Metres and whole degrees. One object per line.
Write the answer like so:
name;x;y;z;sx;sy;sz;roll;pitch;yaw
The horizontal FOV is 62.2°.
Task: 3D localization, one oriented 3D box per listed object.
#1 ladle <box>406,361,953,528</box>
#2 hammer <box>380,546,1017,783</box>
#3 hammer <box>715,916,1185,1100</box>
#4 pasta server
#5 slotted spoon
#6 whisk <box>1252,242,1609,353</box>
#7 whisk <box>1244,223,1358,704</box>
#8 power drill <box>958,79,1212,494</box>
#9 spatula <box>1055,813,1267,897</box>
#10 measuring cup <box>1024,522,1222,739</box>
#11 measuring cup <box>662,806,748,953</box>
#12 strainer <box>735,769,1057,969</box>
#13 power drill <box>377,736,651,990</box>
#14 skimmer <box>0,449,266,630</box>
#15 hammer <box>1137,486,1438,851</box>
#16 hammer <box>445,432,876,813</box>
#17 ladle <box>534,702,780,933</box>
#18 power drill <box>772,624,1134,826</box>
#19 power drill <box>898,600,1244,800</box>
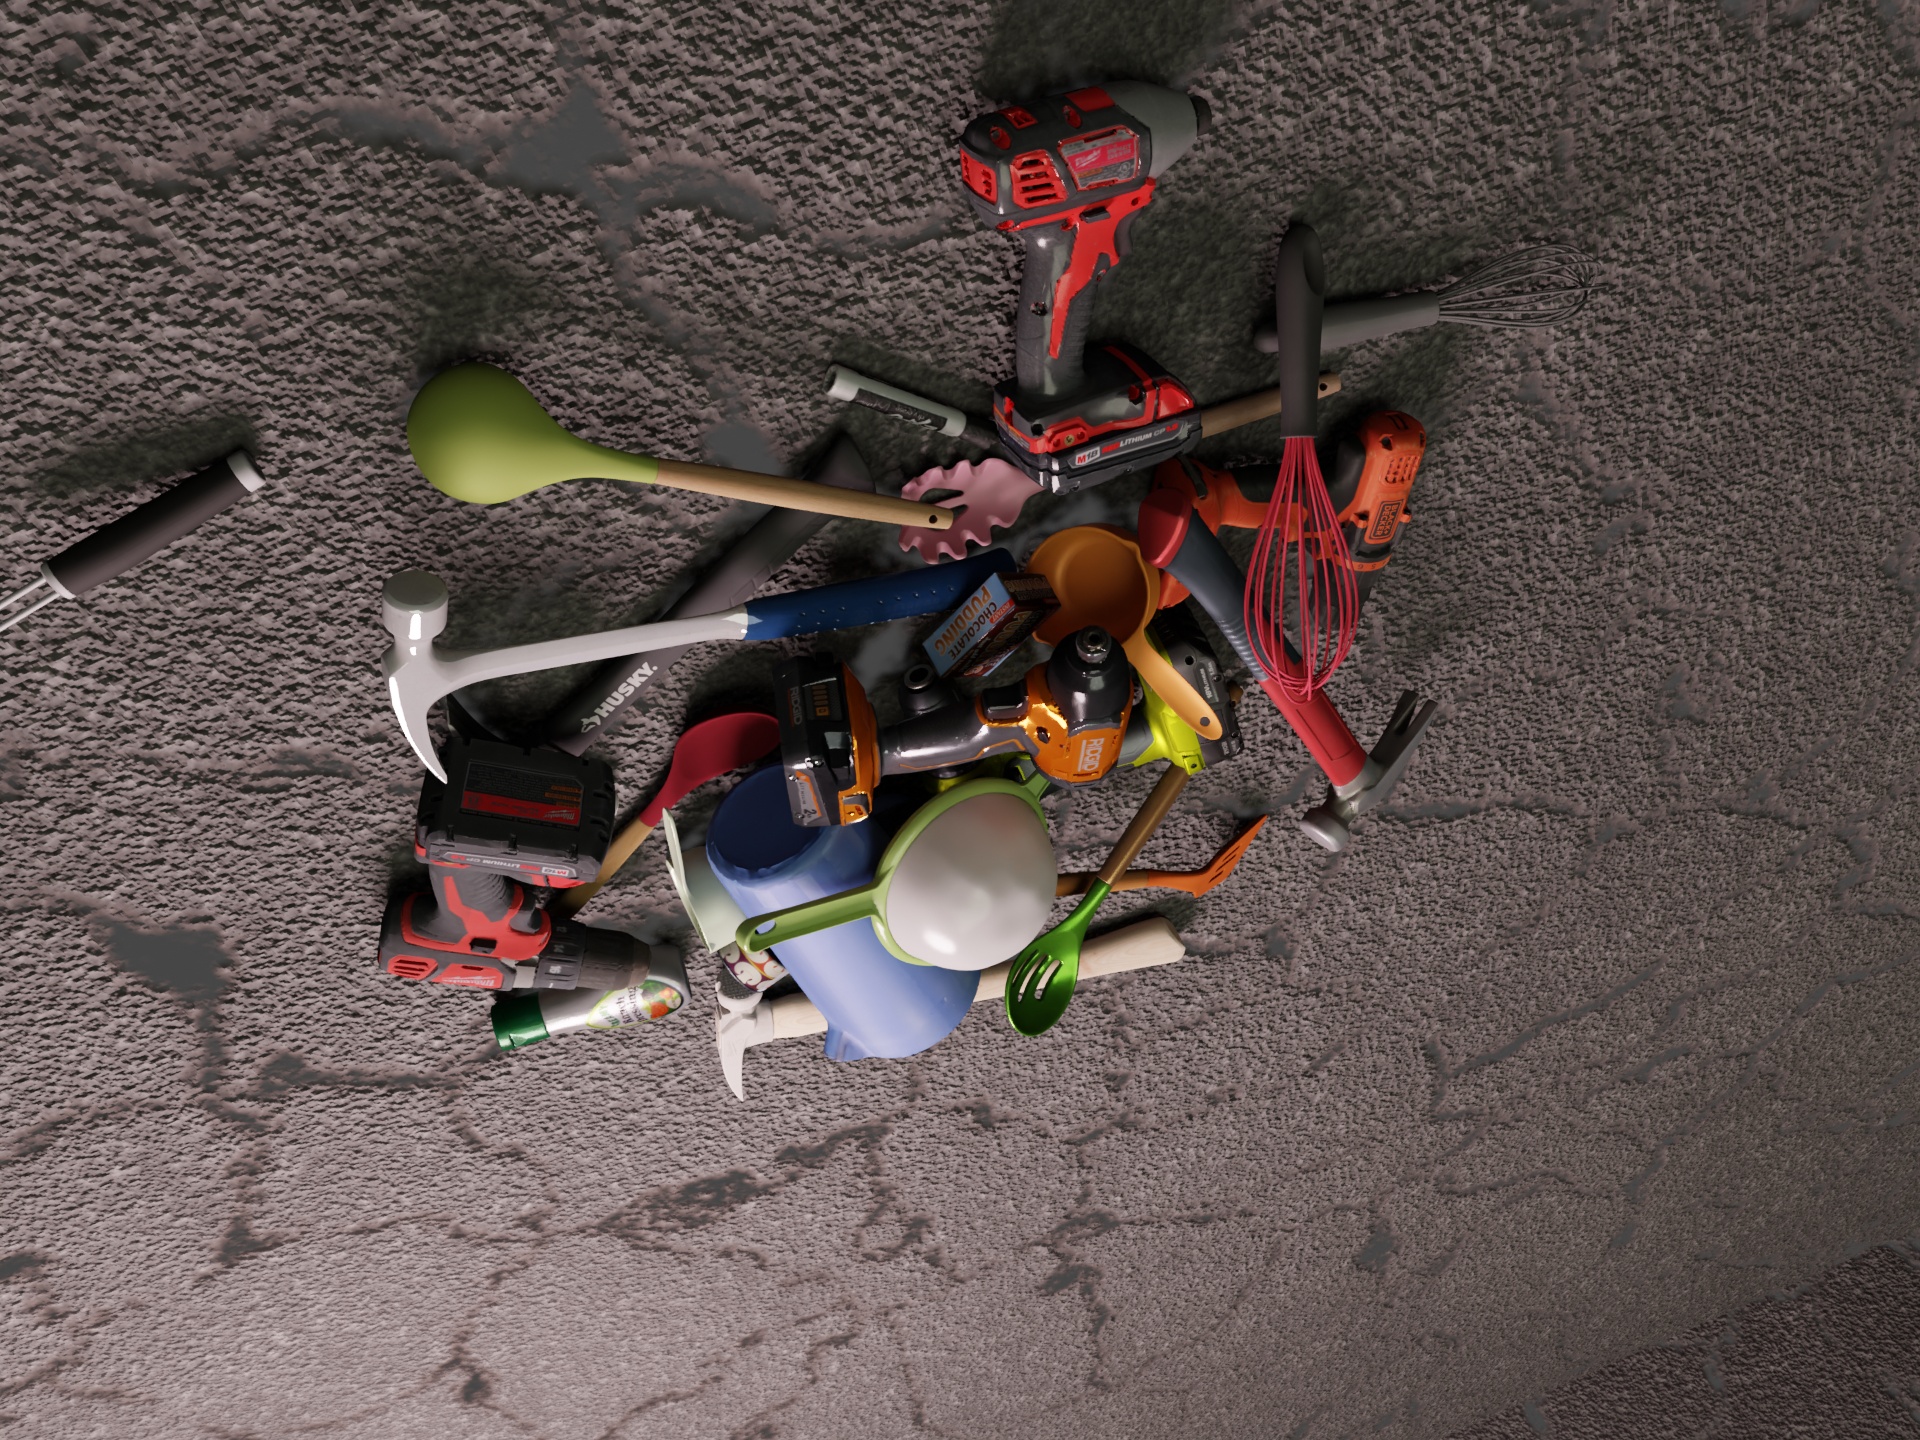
ladle;-0.155;-0.145;0.927;0.320;0.062;0.078;6;112;-25
hammer;-0.146;-0.055;0.977;0.405;0.035;0.144;-12;141;-29
hammer;-0.004;0.234;1.360;0.410;0.038;0.146;-8;134;-15
pasta server;0.104;-0.173;1.030;0.316;0.040;0.060;-19;107;-7
slotted spoon;0.126;0.103;1.223;0.070;0.031;0.314;36;88;-37
whisk;0.303;-0.264;1.023;0.239;0.055;0.055;-12;134;-7
whisk;0.211;-0.157;0.991;0.073;0.073;0.296;-4;98;-19
power drill;0.080;-0.253;0.918;0.143;0.079;0.219;-21;132;-15
spatula;0.122;0.121;1.270;0.322;0.041;0.081;-1;132;-33
measuring cup;0.119;-0.058;1.066;0.173;0.052;0.095;48;114;2
measuring cup;-0.182;0.102;1.126;0.038;0.083;0.167;-24;148;-17
strainer;-0.025;0.128;1.072;0.256;0.069;0.151;-12;123;-36
power drill;-0.288;0.116;1.073;0.187;0.080;0.226;11;141;-17
skimmer;-0.552;-0.059;0.876;0.363;0.090;0.127;-33;133;-6
hammer;0.230;-0.050;1.111;0.143;0.038;0.385;-53;136;-7
hammer;-0.183;-0.062;1.018;0.334;0.035;0.146;-41;133;16
ladle;-0.238;0.088;1.139;0.069;0.031;0.315;22;122;-44
power drill;-0.002;-0.003;1.012;0.226;0.084;0.164;-7;154;-5
power drill;0.075;0.001;1.152;0.228;0.080;0.190;-23;132;2
